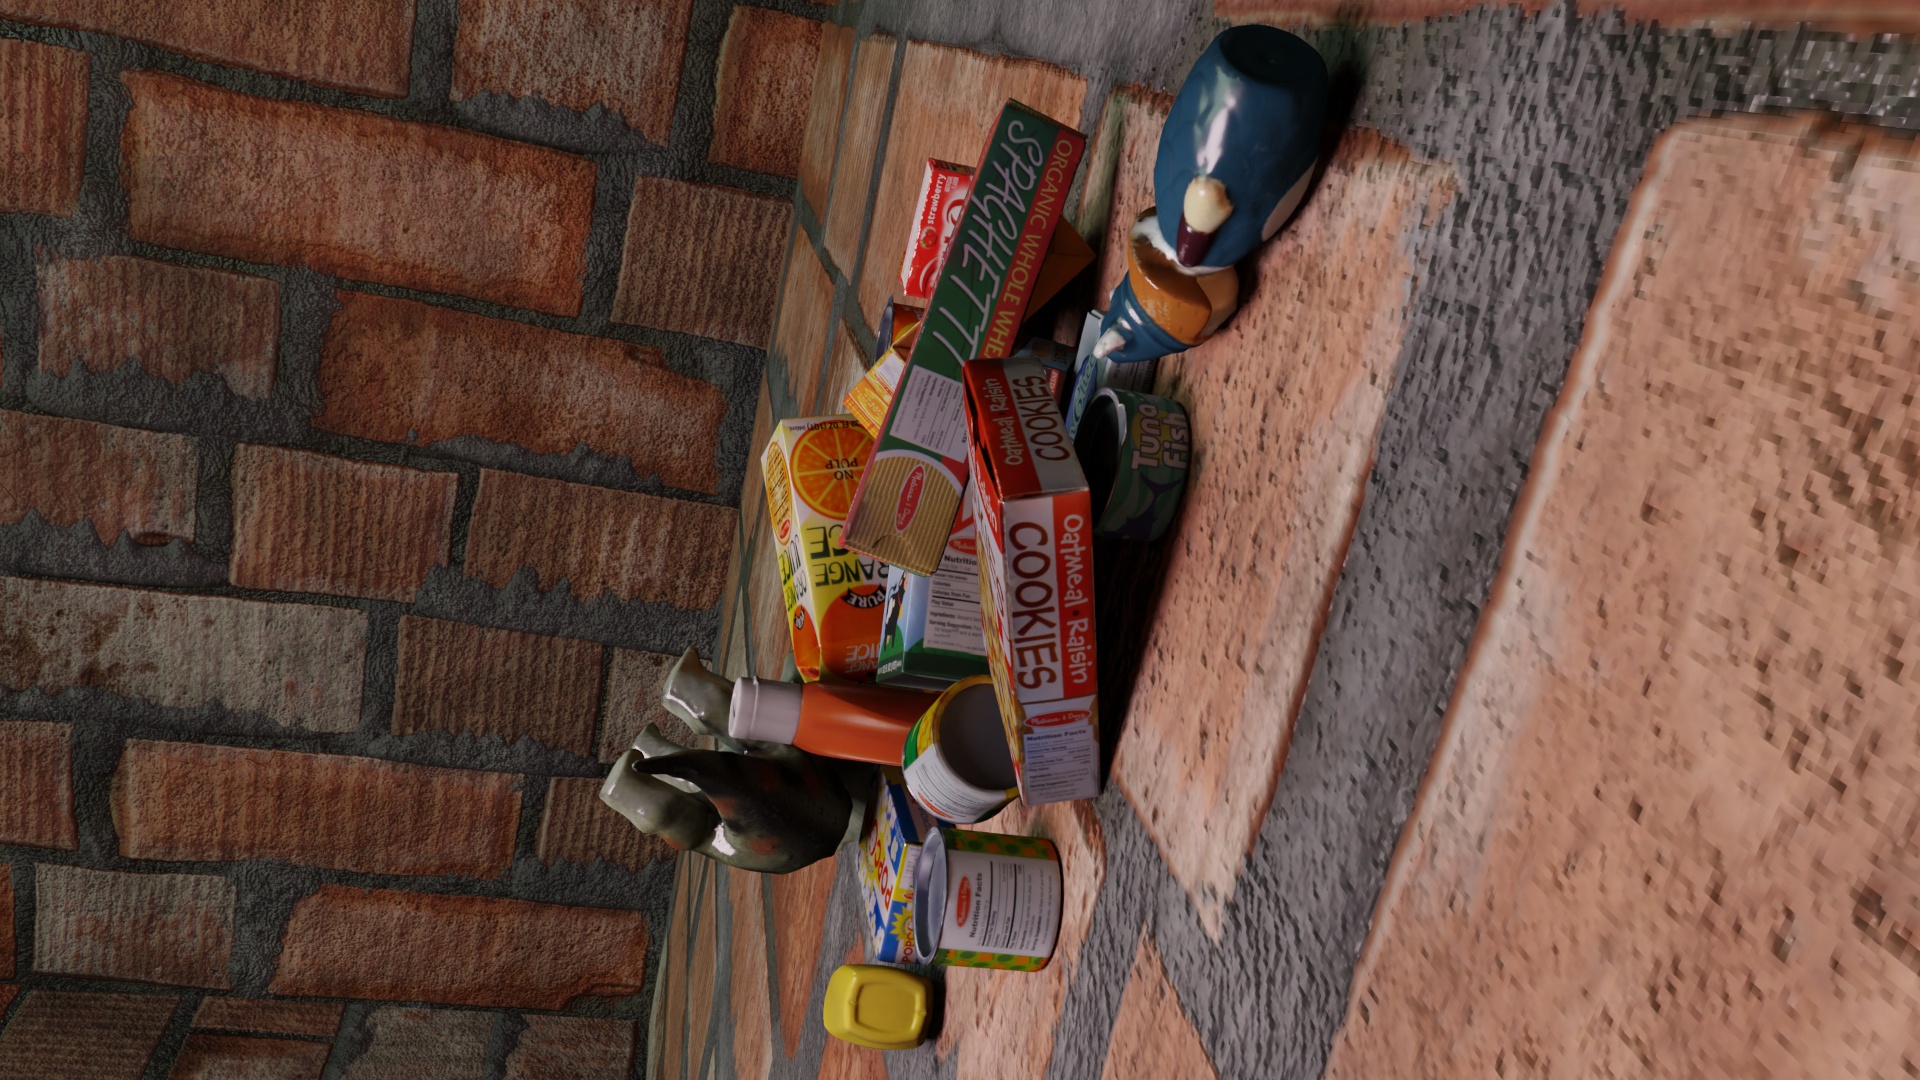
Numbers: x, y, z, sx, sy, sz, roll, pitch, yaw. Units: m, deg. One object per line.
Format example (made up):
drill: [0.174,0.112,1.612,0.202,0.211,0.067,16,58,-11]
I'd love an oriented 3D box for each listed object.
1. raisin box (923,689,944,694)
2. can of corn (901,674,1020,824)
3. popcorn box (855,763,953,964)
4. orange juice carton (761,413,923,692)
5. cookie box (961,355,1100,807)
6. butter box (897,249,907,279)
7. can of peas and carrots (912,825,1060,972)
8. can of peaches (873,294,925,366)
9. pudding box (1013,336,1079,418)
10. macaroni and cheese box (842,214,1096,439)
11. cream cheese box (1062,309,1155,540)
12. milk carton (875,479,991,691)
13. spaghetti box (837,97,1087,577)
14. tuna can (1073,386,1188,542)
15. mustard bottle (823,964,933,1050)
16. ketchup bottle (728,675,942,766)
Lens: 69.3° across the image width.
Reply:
raisin box: [-0.053,0.069,0.956,0.040,0.086,0.124,141,136,-64]
can of corn: [0.009,0.107,0.725,0.058,0.071,0.071,125,150,-61]
popcorn box: [-0.037,0.205,0.908,0.127,0.038,0.085,-122,42,-70]
orange juice carton: [-0.074,0.019,0.902,0.072,0.072,0.193,136,125,-65]
cookie box: [0.031,0.017,0.635,0.123,0.040,0.166,-103,7,-57]
butter box: [-0.011,-0.201,1.021,0.103,0.053,0.024,-154,75,-76]
can of peas and carrots: [0.011,0.176,0.685,0.071,0.059,0.071,-170,88,-77]
can of peaches: [-0.031,-0.148,1.062,0.071,0.058,0.071,-169,88,-77]
pudding box: [0.041,-0.074,0.723,0.084,0.030,0.049,-55,-21,-71]
macaroni and cheese box: [-0.001,-0.122,0.817,0.124,0.040,0.166,-43,6,-14]
cream cheese box: [0.067,-0.056,0.671,0.053,0.024,0.103,-119,40,-71]
milk carton: [0.003,-0.010,0.803,0.072,0.073,0.191,147,131,-72]
spaghetti box: [0.003,-0.104,0.713,0.028,0.050,0.250,159,132,-75]
tuna can: [0.074,-0.034,0.611,0.071,0.033,0.071,-170,88,-76]
mustard bottle: [-0.057,0.300,0.893,0.159,0.065,0.049,118,162,-69]
ketchup bottle: [-0.063,0.109,0.840,0.065,0.149,0.043,-130,51,-72]
